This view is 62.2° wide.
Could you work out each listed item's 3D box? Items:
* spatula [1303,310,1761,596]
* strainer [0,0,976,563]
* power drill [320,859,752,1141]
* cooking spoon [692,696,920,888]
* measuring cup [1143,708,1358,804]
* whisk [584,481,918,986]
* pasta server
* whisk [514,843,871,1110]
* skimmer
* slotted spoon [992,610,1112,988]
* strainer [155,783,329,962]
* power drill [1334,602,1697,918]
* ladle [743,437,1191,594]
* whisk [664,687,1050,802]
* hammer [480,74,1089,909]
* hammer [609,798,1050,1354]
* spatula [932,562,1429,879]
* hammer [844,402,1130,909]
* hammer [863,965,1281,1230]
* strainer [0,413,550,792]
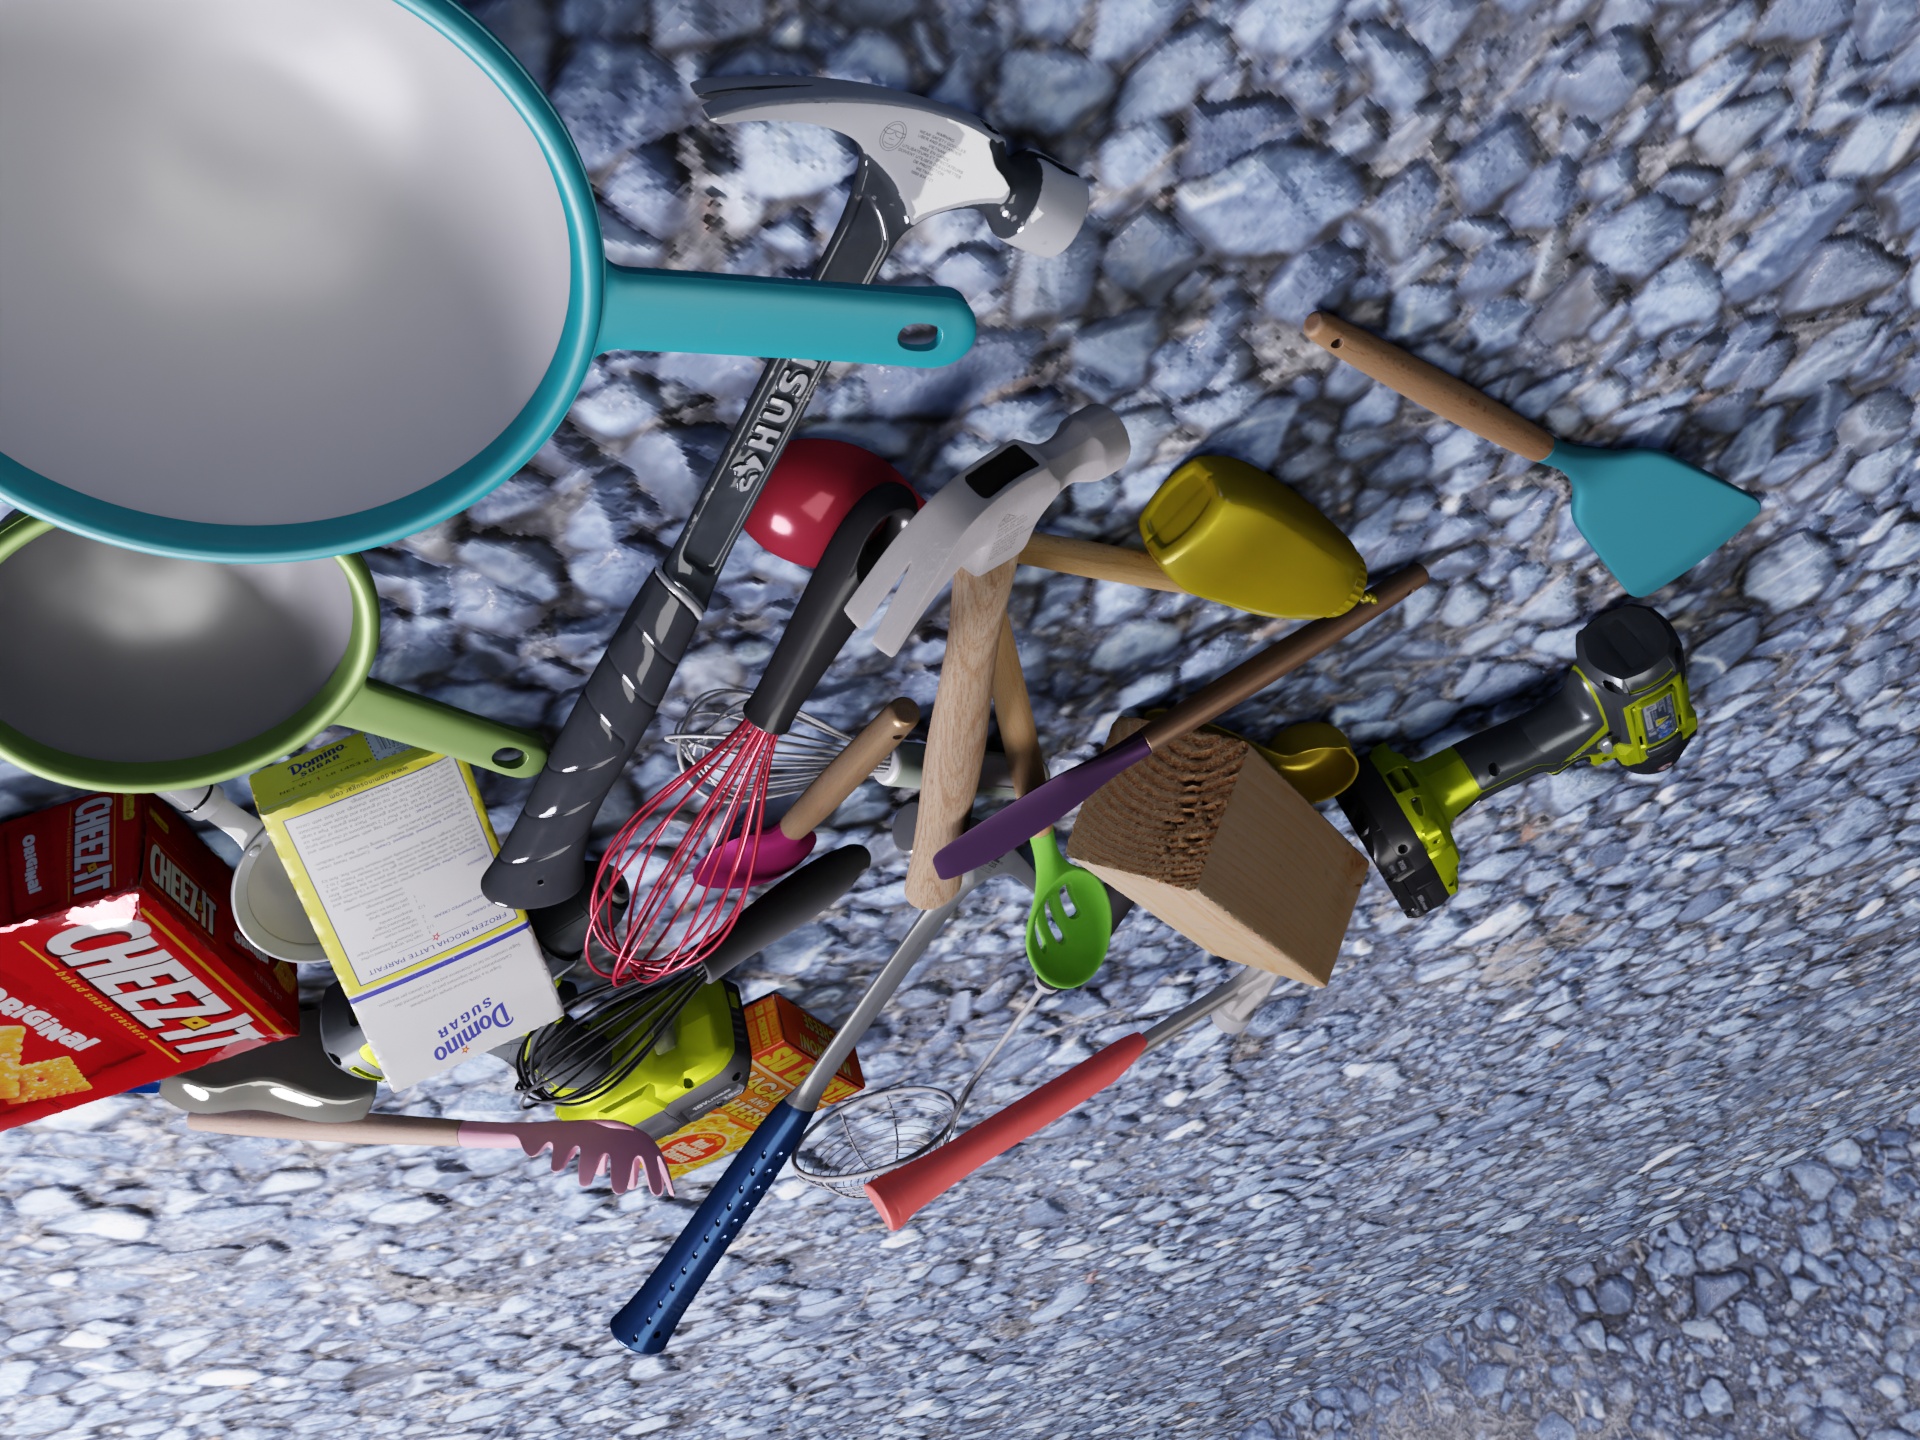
[{"bbox_3d":[0.280,-0.137,0.790,0.317,0.044,0.082,14,137,-37],"label":"spatula"},{"bbox_3d":[-0.162,-0.157,0.507,0.340,0.095,0.210,-2,137,-24],"label":"strainer"},{"bbox_3d":[-0.225,0.169,0.933,0.190,0.080,0.228,-30,141,14],"label":"power drill"},{"bbox_3d":[-0.078,0.047,0.800,0.068,0.017,0.319,-6,164,-23],"label":"cooking spoon"},{"bbox_3d":[0.173,0.011,0.961,0.156,0.029,0.062,19,132,-26],"label":"measuring cup"},{"bbox_3d":[-0.098,0.014,0.731,0.073,0.073,0.295,13,121,-37],"label":"whisk"},{"bbox_3d":[-0.315,0.248,0.929,0.316,0.040,0.060,-1,163,14],"label":"pasta server"},{"bbox_3d":[-0.141,0.136,0.872,0.239,0.055,0.055,-34,152,-28],"label":"whisk"},{"bbox_3d":[0.005,0.207,1.113,0.363,0.090,0.127,-56,174,25],"label":"skimmer"},{"bbox_3d":[0.041,0.041,0.885,0.070,0.031,0.313,-42,139,-27],"label":"slotted spoon"},{"bbox_3d":[-0.343,0.038,0.733,0.087,0.050,0.258,-51,139,-13],"label":"strainer"},{"bbox_3d":[0.364,0.033,1.032,0.223,0.080,0.171,-31,143,10],"label":"power drill"},{"bbox_3d":[0.038,-0.082,0.766,0.315,0.031,0.069,6,136,-34],"label":"ladle"},{"bbox_3d":[-0.045,0.021,0.848,0.246,0.058,0.059,7,171,-39],"label":"whisk"},{"bbox_3d":[-0.111,-0.068,0.652,0.149,0.036,0.408,13,124,-34],"label":"hammer"},{"bbox_3d":[-0.089,0.232,0.994,0.144,0.035,0.405,25,103,-47],"label":"hammer"},{"bbox_3d":[0.121,0.000,0.863,0.316,0.018,0.059,-31,155,-6],"label":"spatula"},{"bbox_3d":[-0.001,-0.002,0.772,0.130,0.031,0.331,-32,153,-27],"label":"hammer"},{"bbox_3d":[0.092,0.253,1.138,0.359,0.037,0.149,-25,150,-26],"label":"hammer"},{"bbox_3d":[-0.276,-0.033,0.647,0.151,0.069,0.256,-45,144,15],"label":"strainer"}]
